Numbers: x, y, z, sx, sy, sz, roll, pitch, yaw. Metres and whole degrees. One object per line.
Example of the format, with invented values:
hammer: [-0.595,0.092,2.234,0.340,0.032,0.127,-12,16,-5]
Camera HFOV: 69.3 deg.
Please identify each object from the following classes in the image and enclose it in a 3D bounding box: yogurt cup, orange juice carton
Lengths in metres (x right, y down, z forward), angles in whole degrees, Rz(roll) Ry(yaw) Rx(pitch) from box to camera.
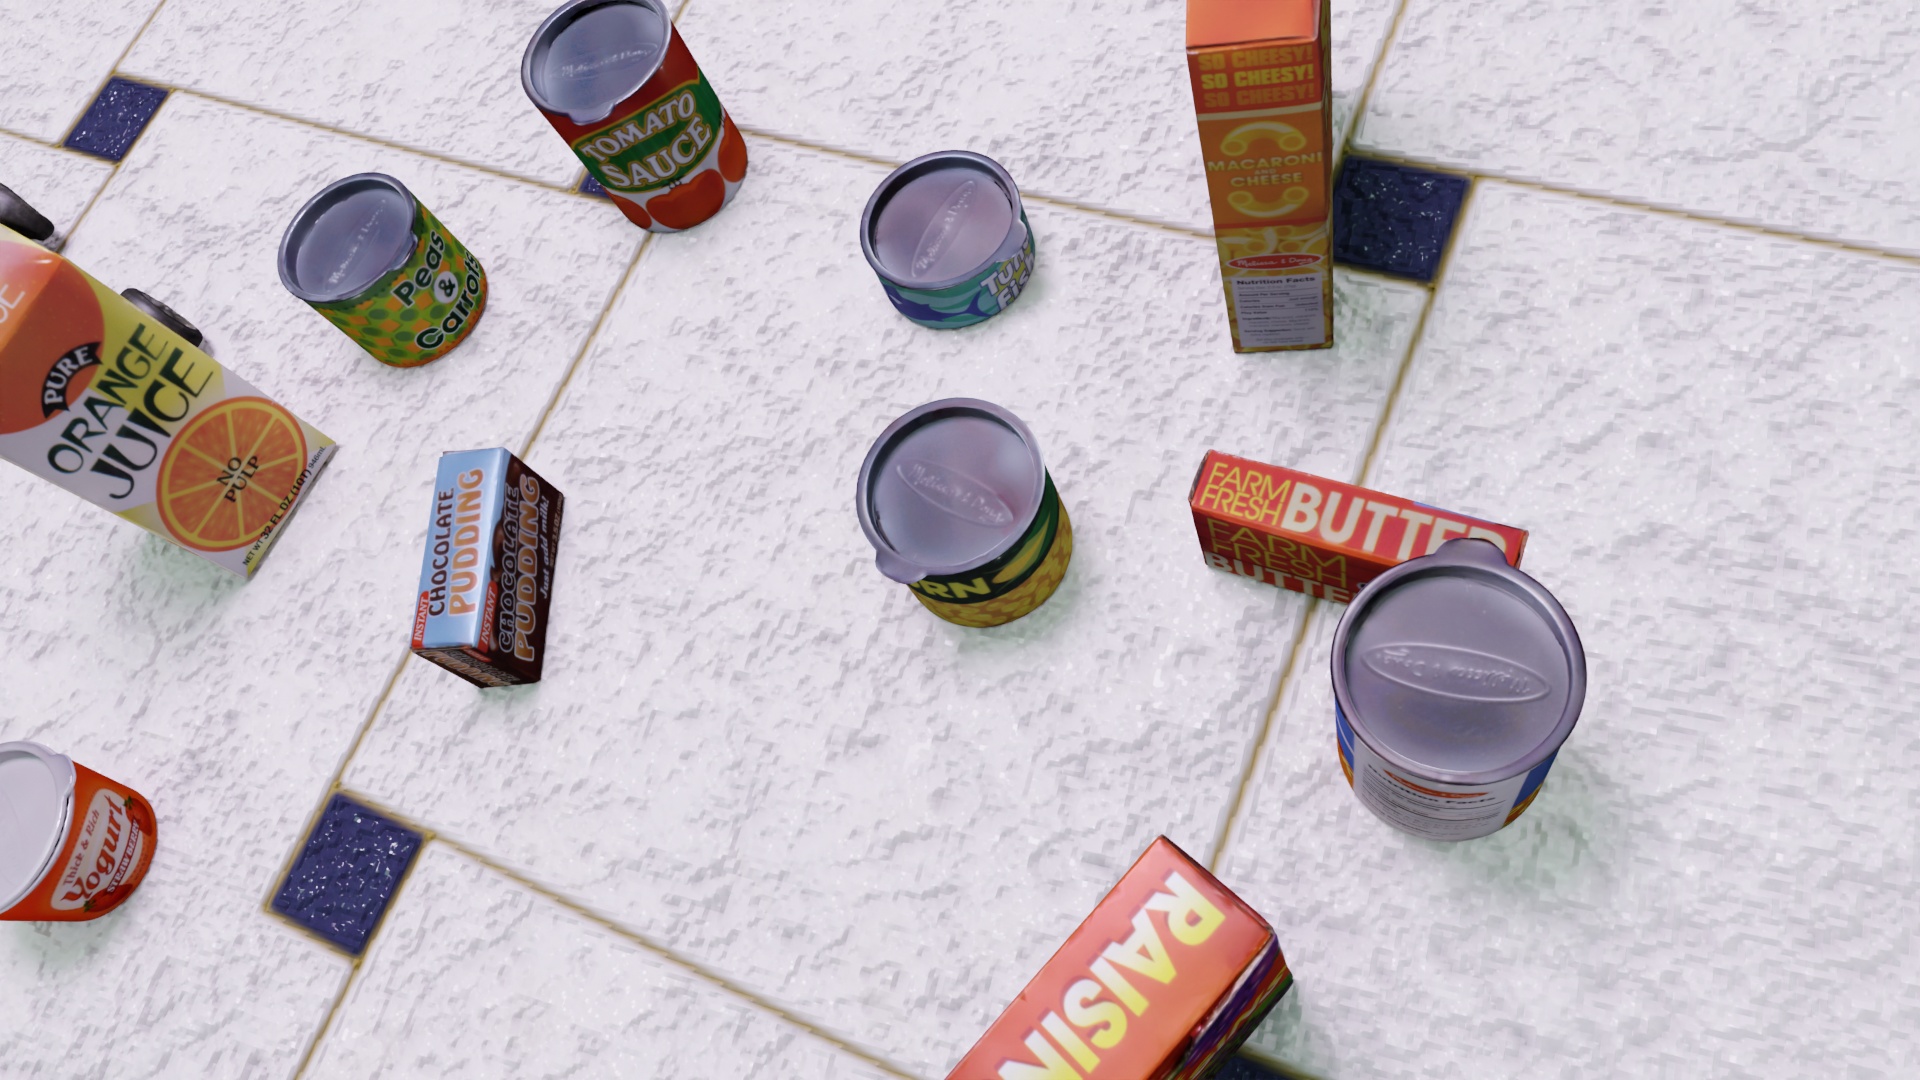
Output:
yogurt cup: [-0.356,0.117,0.541,0.072,0.053,0.072,-6,66,13]
orange juice carton: [-0.346,-0.060,0.538,0.073,0.192,0.072,21,75,23]

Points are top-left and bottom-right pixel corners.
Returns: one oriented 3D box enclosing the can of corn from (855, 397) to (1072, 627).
can of corn: [0.002,-0.006,0.493,0.071,0.058,0.071,-6,66,13]

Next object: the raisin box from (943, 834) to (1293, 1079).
raisin box: [0.049,0.135,0.381,0.086,0.123,0.040,-46,63,-7]

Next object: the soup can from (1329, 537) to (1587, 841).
soup can: [0.146,0.047,0.414,0.071,0.083,0.071,-6,66,13]

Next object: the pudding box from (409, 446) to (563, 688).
pudding box: [-0.184,0.010,0.542,0.030,0.049,0.084,-6,66,13]

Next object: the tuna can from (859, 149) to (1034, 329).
tuna can: [-0.002,-0.120,0.558,0.071,0.032,0.071,-6,66,13]

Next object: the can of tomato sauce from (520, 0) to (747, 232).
can of tomato sauce: [-0.136,-0.181,0.594,0.071,0.083,0.071,-6,66,13]

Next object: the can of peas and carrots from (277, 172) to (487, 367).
can of peas and carrots: [-0.251,-0.118,0.612,0.071,0.058,0.071,-6,66,13]

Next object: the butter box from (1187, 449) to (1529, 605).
butter box: [0.128,0.003,0.456,0.103,0.053,0.024,17,73,22]

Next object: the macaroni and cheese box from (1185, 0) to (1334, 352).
macaroni and cheese box: [0.105,-0.159,0.470,0.040,0.166,0.124,-1,67,15]
